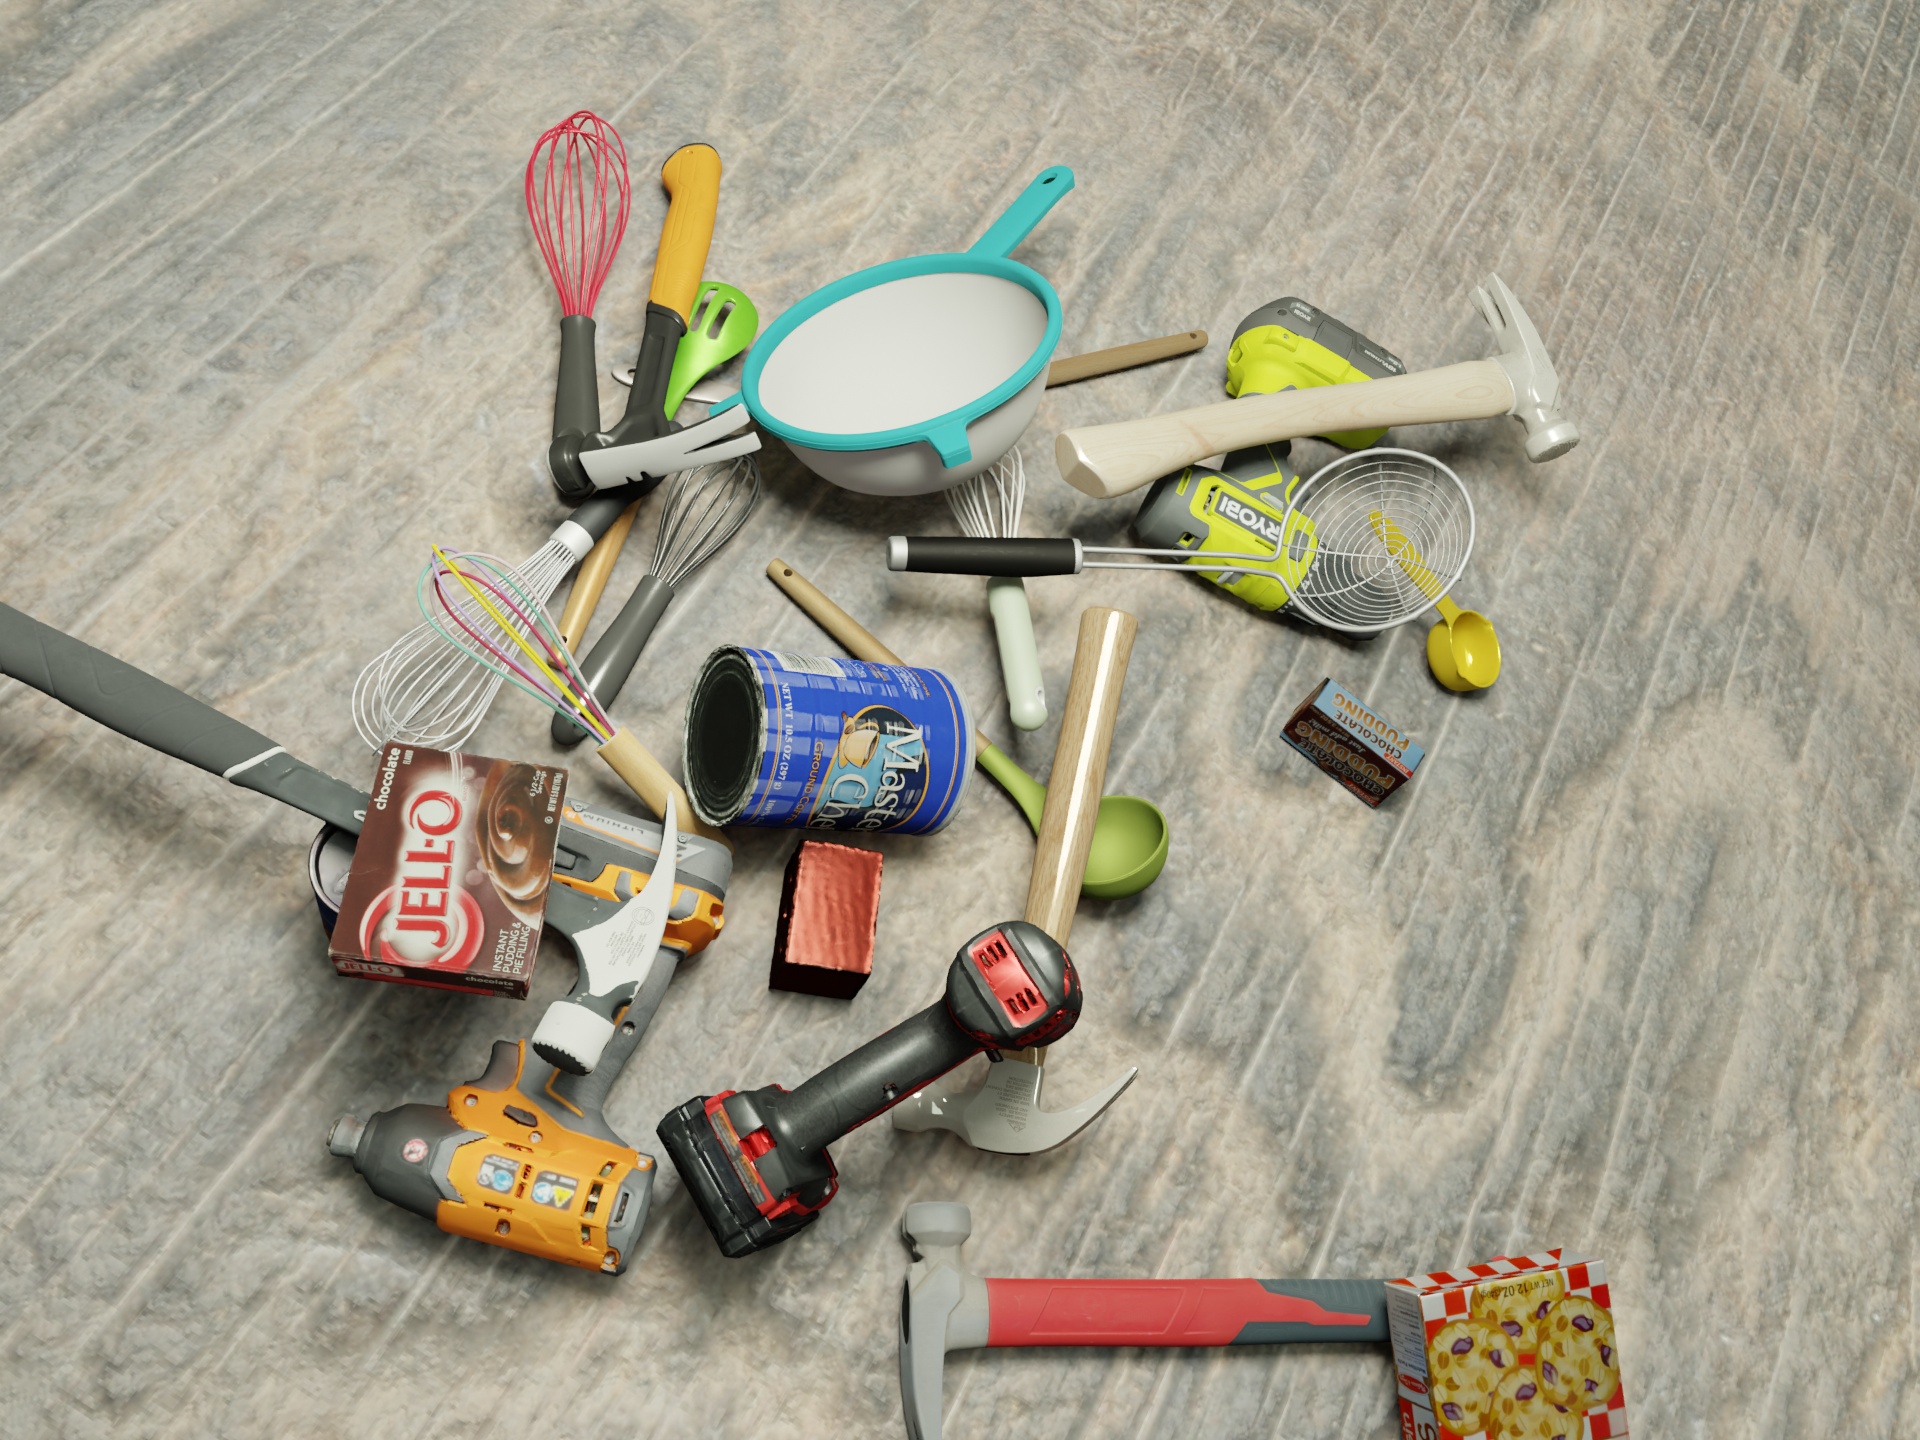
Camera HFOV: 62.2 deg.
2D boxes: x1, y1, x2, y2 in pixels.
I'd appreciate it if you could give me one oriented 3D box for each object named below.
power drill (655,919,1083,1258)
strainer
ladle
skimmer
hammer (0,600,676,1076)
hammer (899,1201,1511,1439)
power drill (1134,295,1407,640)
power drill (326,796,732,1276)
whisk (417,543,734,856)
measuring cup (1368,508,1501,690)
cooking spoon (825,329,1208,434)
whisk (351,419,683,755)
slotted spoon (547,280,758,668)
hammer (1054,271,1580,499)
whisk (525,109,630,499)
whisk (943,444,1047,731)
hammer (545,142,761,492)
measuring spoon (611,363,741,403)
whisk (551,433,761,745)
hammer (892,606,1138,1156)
[{"bbox_3d":[-0.034,0.183,0.826,0.219,0.143,0.079,-33,75,0],"label":"power drill"},{"bbox_3d":[0.000,-0.255,1.077,0.211,0.095,0.340,13,50,29],"label":"strainer"},{"bbox_3d":[-0.002,-0.003,1.004,0.320,0.062,0.078,41,60,9],"label":"ladle"},{"bbox_3d":[0.138,-0.116,1.001,0.363,0.090,0.127,0,69,-12],"label":"skimmer"},{"bbox_3d":[-0.335,0.026,0.803,0.409,0.036,0.149,26,59,-2],"label":"hammer"},{"bbox_3d":[0.157,0.347,0.888,0.386,0.038,0.143,5,65,-14],"label":"hammer"},{"bbox_3d":[0.246,-0.177,1.152,0.190,0.080,0.229,28,62,-7],"label":"power drill"},{"bbox_3d":[-0.222,0.160,0.844,0.164,0.084,0.227,17,65,-7],"label":"power drill"},{"bbox_3d":[-0.214,-0.004,0.900,0.244,0.047,0.051,50,54,-18],"label":"whisk"},{"bbox_3d":[0.328,-0.085,1.129,0.156,0.029,0.062,50,55,-13],"label":"measuring cup"},{"bbox_3d":[0.047,-0.248,1.159,0.319,0.017,0.069,-18,71,-23],"label":"cooking spoon"},{"bbox_3d":[-0.253,-0.085,0.949,0.070,0.070,0.285,35,64,2],"label":"whisk"},{"bbox_3d":[-0.204,-0.170,1.032,0.070,0.031,0.314,15,65,5],"label":"slotted spoon"},{"bbox_3d":[0.247,-0.223,1.107,0.410,0.038,0.146,-13,75,-24],"label":"hammer"},{"bbox_3d":[-0.256,-0.282,1.064,0.073,0.073,0.296,1,71,-16],"label":"whisk"},{"bbox_3d":[0.027,-0.096,1.045,0.059,0.057,0.247,-19,55,15],"label":"whisk"},{"bbox_3d":[-0.182,-0.279,1.041,0.127,0.034,0.337,-10,49,12],"label":"hammer"},{"bbox_3d":[-0.175,-0.229,1.083,0.124,0.018,0.034,9,63,-11],"label":"measuring spoon"},{"bbox_3d":[-0.190,-0.084,0.992,0.055,0.055,0.239,27,64,-2],"label":"whisk"},{"bbox_3d":[0.060,0.088,0.935,0.130,0.031,0.331,11,72,9],"label":"hammer"}]
